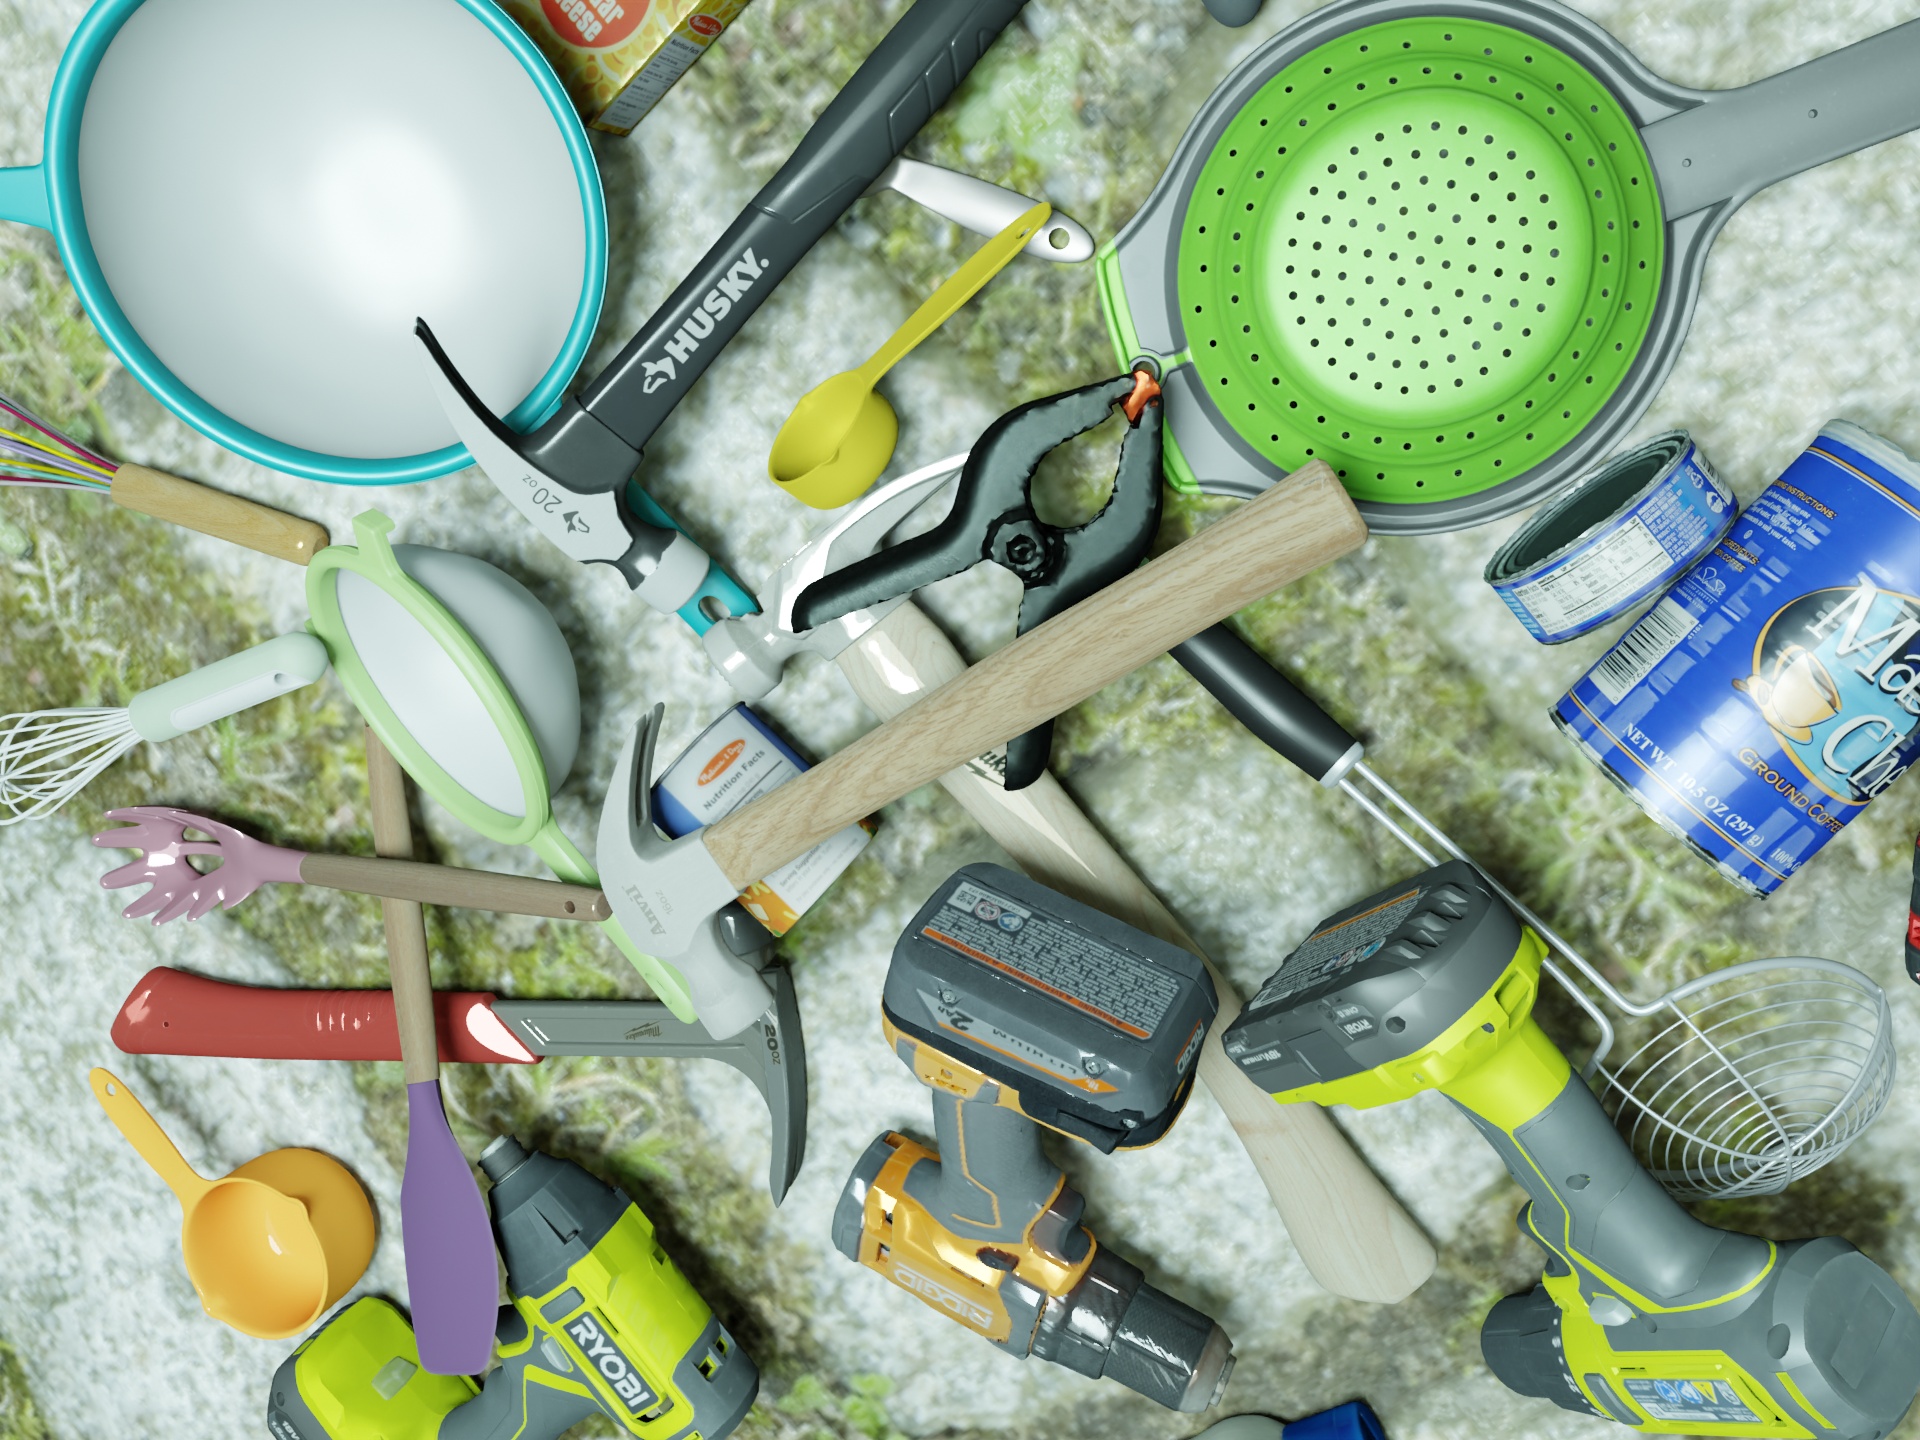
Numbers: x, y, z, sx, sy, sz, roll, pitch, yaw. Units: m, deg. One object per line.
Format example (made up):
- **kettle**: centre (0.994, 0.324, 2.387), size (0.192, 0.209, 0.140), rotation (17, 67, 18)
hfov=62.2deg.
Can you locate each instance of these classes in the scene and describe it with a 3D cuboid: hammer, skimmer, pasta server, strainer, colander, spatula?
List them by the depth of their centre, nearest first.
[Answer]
- **colander**: centre (0.237, -0.187, 0.547), size (0.397, 0.094, 0.204), rotation (-18, 98, 17)
- **hammer**: centre (-0.063, -0.205, 0.608), size (0.146, 0.035, 0.335), rotation (39, 99, -28)
- **hammer**: centre (-0.001, -0.002, 0.609), size (0.331, 0.031, 0.130), rotation (-31, 101, 16)
- **skimmer**: centre (0.208, 0.053, 0.647), size (0.363, 0.090, 0.127), rotation (43, 117, 11)
- **strainer**: centre (-0.203, -0.167, 0.673), size (0.211, 0.095, 0.340), rotation (-37, 113, 14)
- **hammer**: centre (0.074, 0.077, 0.679), size (0.146, 0.038, 0.410), rotation (-39, 94, 11)
- **strainer**: centre (-0.179, 0.017, 0.701), size (0.256, 0.069, 0.151), rotation (52, 147, -7)
- **pasta server**: centre (-0.285, 0.072, 0.728), size (0.316, 0.040, 0.060), rotation (2, 103, 31)
- **spatula**: centre (-0.251, 0.142, 0.739), size (0.060, 0.018, 0.316), rotation (-14, 82, 28)
- **hammer**: centre (-0.251, 0.159, 0.781), size (0.359, 0.037, 0.149), rotation (-2, 103, 14)

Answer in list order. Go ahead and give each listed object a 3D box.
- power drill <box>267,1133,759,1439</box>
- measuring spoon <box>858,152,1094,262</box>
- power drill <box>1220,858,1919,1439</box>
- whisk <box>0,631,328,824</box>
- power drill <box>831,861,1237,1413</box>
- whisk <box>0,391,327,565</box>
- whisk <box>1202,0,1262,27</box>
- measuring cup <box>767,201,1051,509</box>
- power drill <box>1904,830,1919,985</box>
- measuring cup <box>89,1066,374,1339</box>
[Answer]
- **power drill**: centre (-0.228, 0.311, 0.780), size (0.223, 0.080, 0.171), rotation (-37, 93, 23)
- **measuring spoon**: centre (-0.004, -0.212, 0.640), size (0.124, 0.018, 0.034), rotation (24, 107, 6)
- **power drill**: centre (0.213, 0.177, 0.609), size (0.228, 0.080, 0.190), rotation (48, 151, 3)
- **whisk**: centre (-0.387, 0.001, 0.750), size (0.246, 0.057, 0.059), rotation (-16, 62, 27)
- **power drill**: centre (0.043, 0.187, 0.657), size (0.185, 0.084, 0.226), rotation (23, 130, 17)
- **whisk**: centre (-0.414, -0.118, 0.756), size (0.245, 0.051, 0.047), rotation (18, 128, 5)
- **whisk**: centre (0.065, -0.393, 0.563), size (0.070, 0.070, 0.284), rotation (-12, 104, 16)
- **measuring cup**: centre (-0.015, -0.146, 0.646), size (0.156, 0.062, 0.029), rotation (-42, 126, 12)
- **power drill**: centre (0.462, 0.038, 0.560), size (0.220, 0.078, 0.143), rotation (2, 103, 16)
- **measuring cup**: centre (-0.377, 0.236, 0.824), size (0.173, 0.052, 0.095), rotation (45, 109, 7)
